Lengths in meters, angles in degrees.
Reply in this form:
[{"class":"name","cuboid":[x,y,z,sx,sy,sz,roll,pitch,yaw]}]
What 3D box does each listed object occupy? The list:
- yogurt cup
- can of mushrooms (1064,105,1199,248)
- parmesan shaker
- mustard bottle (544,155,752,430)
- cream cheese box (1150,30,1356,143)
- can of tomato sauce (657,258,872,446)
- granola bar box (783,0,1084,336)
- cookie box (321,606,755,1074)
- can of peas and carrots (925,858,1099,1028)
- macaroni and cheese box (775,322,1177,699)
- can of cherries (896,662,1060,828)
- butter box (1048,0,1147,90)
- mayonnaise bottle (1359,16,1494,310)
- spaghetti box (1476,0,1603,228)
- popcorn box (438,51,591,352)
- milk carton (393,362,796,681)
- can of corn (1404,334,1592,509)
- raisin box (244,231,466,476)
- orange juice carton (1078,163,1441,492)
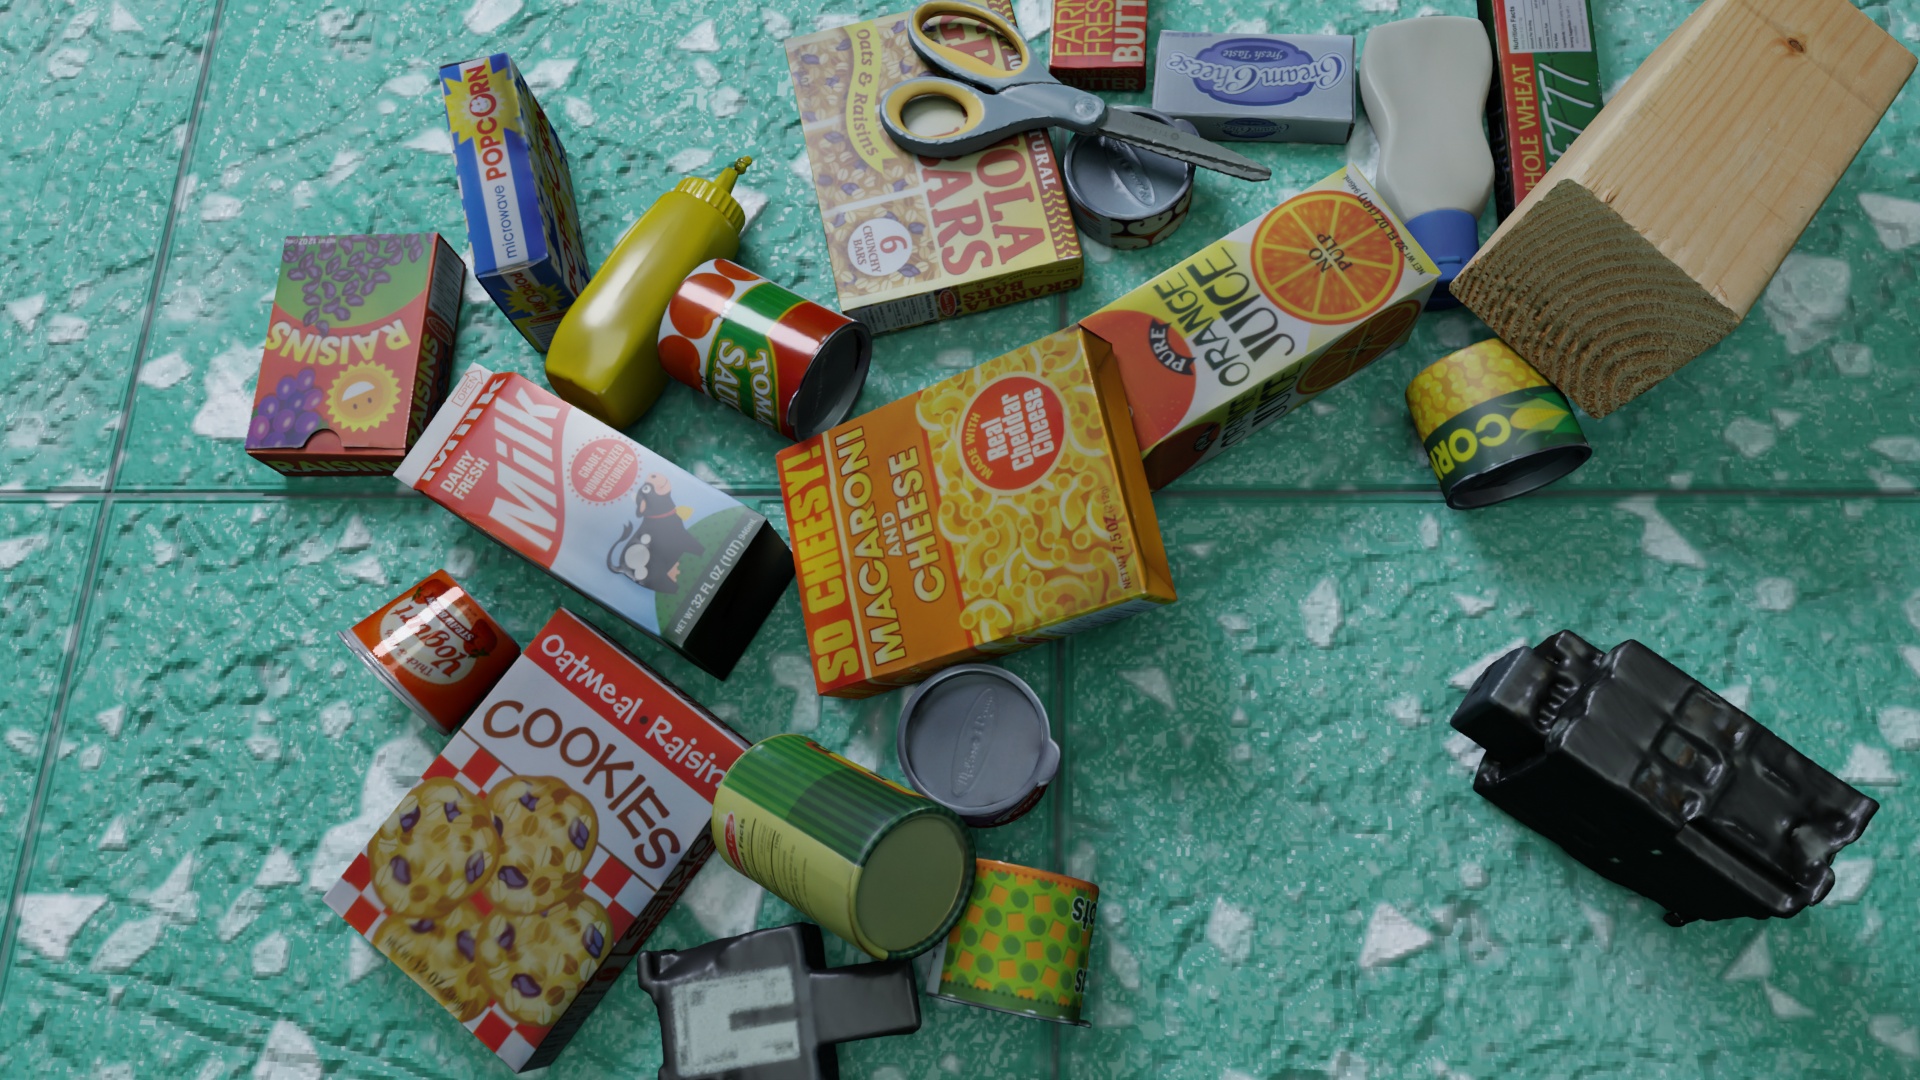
[{"class":"yogurt cup","cuboid":[-0.246,0.051,0.656,0.072,0.072,0.054,41,73,15]},{"class":"can of mushrooms","cuboid":[0.089,-0.187,0.714,0.071,0.033,0.071,-2,72,5]},{"class":"parmesan shaker","cuboid":[-0.049,0.129,0.586,0.103,0.071,0.071,14,71,48]},{"class":"mustard bottle","cuboid":[-0.150,-0.135,0.707,0.049,0.065,0.161,25,71,7]},{"class":"cream cheese box","cuboid":[0.153,-0.238,0.728,0.104,0.024,0.053,4,73,7]},{"class":"can of tomato sauce","cuboid":[-0.097,-0.092,0.681,0.083,0.071,0.071,27,77,17]},{"class":"granola bar box","cuboid":[-0.015,-0.196,0.724,0.124,0.039,0.166,-13,72,0]},{"class":"cookie box","cuboid":[-0.185,0.133,0.636,0.123,0.040,0.168,35,80,14]},{"class":"can of peas and carrots","cuboid":[0.025,0.170,0.589,0.071,0.070,0.059,9,73,8]},{"class":"macaroni and cheese box","cuboid":[0.002,-0.008,0.627,0.166,0.040,0.124,-20,72,26]},{"class":"can of cherries","cuboid":[0.010,0.094,0.619,0.071,0.058,0.071,-2,72,5]},{"class":"butter box","cuboid":[0.076,-0.293,0.754,0.053,0.024,0.104,2,72,7]},{"class":"mayonnaise bottle","cuboid":[0.237,-0.190,0.697,0.065,0.041,0.148,-1,73,9]},{"class":"spaghetti box","cuboid":[0.296,-0.217,0.706,0.050,0.028,0.251,0,72,6]},{"class":"popcorn box","cuboid":[-0.225,-0.171,0.712,0.038,0.085,0.127,-16,71,-1]},{"class":"milk carton","cuboid":[-0.179,-0.016,0.664,0.191,0.073,0.072,28,77,14]},{"class":"can of corn","cuboid":[0.244,-0.054,0.638,0.071,0.071,0.058,-16,71,1]},{"class":"raisin box","cuboid":[-0.311,-0.096,0.720,0.086,0.040,0.123,1,73,5]},{"class":"orange juice carton","cuboid":[0.120,-0.089,0.659,0.193,0.073,0.072,-31,73,-4]}]
